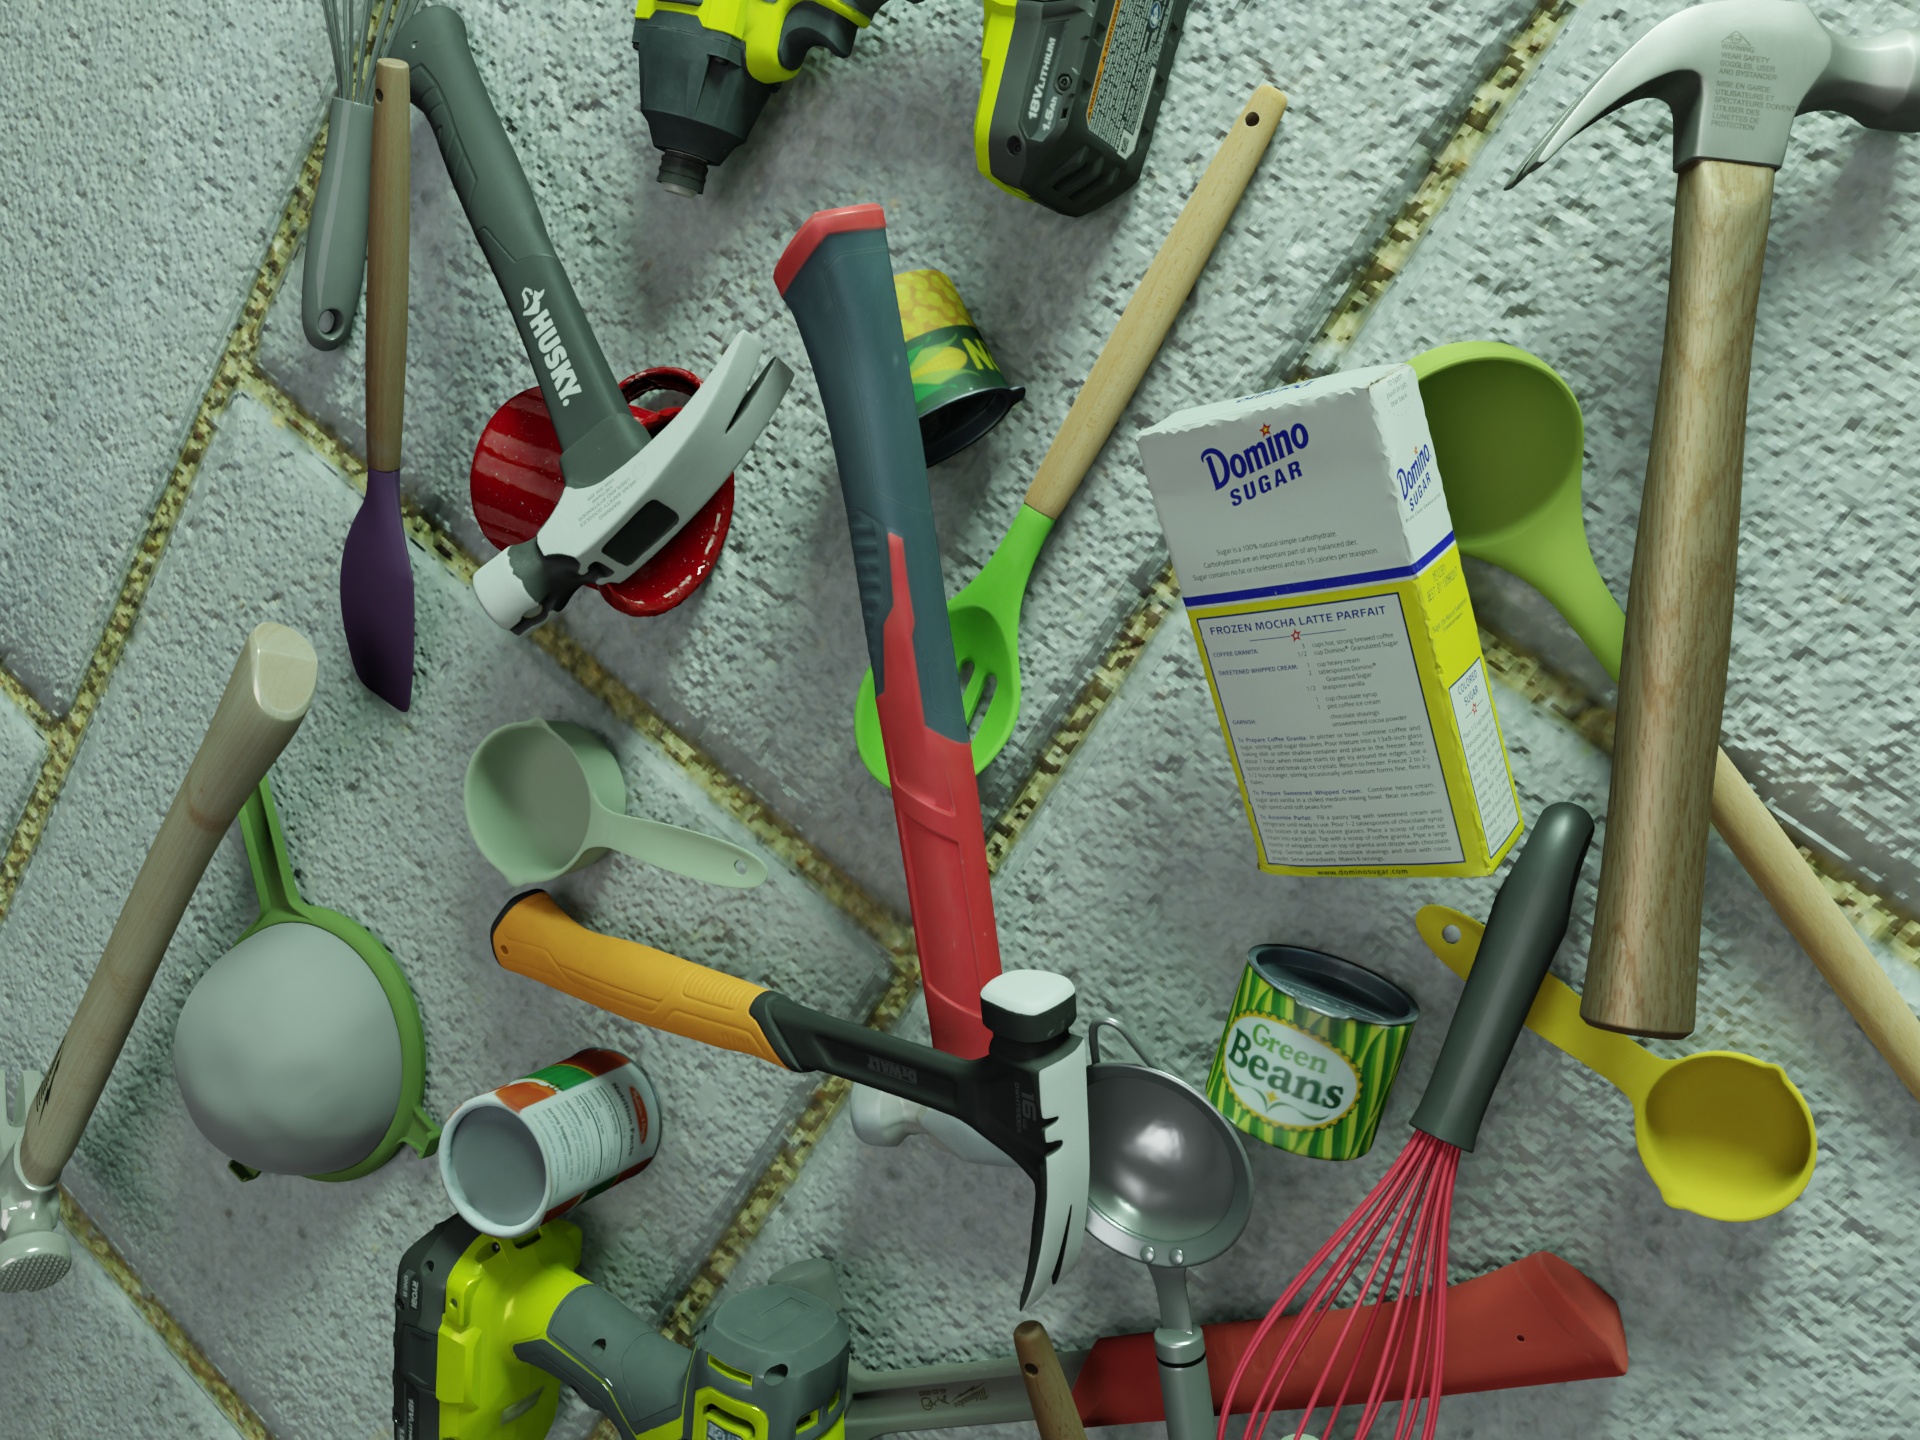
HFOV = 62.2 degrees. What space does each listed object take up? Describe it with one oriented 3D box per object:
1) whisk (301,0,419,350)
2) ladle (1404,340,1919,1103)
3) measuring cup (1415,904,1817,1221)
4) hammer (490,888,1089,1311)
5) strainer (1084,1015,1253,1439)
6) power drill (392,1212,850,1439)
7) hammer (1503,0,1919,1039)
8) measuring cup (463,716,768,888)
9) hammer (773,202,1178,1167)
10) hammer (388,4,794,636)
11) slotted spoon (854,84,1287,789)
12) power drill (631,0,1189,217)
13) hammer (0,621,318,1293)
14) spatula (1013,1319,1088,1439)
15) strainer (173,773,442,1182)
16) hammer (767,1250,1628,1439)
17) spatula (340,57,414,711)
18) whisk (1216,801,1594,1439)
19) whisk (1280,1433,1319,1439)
[{"bbox_3d":[-0.297,-0.299,0.775,0.055,0.055,0.239,19,106,22],"label":"whisk"},{"bbox_3d":[0.246,0.007,0.545,0.078,0.062,0.320,-37,82,28],"label":"ladle"},{"bbox_3d":[0.235,0.117,0.581,0.157,0.029,0.062,39,104,29],"label":"measuring cup"},{"bbox_3d":[-0.089,0.134,0.678,0.337,0.034,0.127,10,110,38],"label":"hammer"},{"bbox_3d":[0.082,0.229,0.608,0.087,0.050,0.258,-4,98,32],"label":"strainer"},{"bbox_3d":[-0.153,0.329,0.725,0.229,0.080,0.190,12,102,31],"label":"power drill"},{"bbox_3d":[0.232,-0.064,0.513,0.130,0.031,0.331,6,90,0],"label":"hammer"},{"bbox_3d":[-0.155,0.048,0.743,0.168,0.038,0.083,15,100,21],"label":"measuring cup"},{"bbox_3d":[-0.001,-0.002,0.621,0.143,0.038,0.386,-2,107,23],"label":"hammer"},{"bbox_3d":[-0.183,-0.202,0.679,0.146,0.035,0.335,-35,60,13],"label":"hammer"},{"bbox_3d":[0.047,-0.106,0.643,0.070,0.031,0.313,34,105,18],"label":"slotted spoon"},{"bbox_3d":[-0.030,-0.284,0.639,0.223,0.080,0.171,20,102,26],"label":"power drill"},{"bbox_3d":[-0.433,0.112,0.833,0.410,0.038,0.146,-55,47,22],"label":"hammer"},{"bbox_3d":[0.070,0.385,0.642,0.082,0.044,0.317,-12,104,26],"label":"spatula"},{"bbox_3d":[-0.370,0.125,0.829,0.151,0.069,0.256,-13,90,25],"label":"strainer"},{"bbox_3d":[0.085,0.278,0.651,0.359,0.036,0.149,-17,87,25],"label":"hammer"},{"bbox_3d":[-0.269,-0.143,0.740,0.060,0.018,0.315,31,126,24],"label":"spatula"},{"bbox_3d":[0.162,0.165,0.561,0.073,0.073,0.296,22,85,21],"label":"whisk"},{"bbox_3d":[0.178,0.380,0.599,0.059,0.058,0.246,-26,91,-12],"label":"whisk"}]
